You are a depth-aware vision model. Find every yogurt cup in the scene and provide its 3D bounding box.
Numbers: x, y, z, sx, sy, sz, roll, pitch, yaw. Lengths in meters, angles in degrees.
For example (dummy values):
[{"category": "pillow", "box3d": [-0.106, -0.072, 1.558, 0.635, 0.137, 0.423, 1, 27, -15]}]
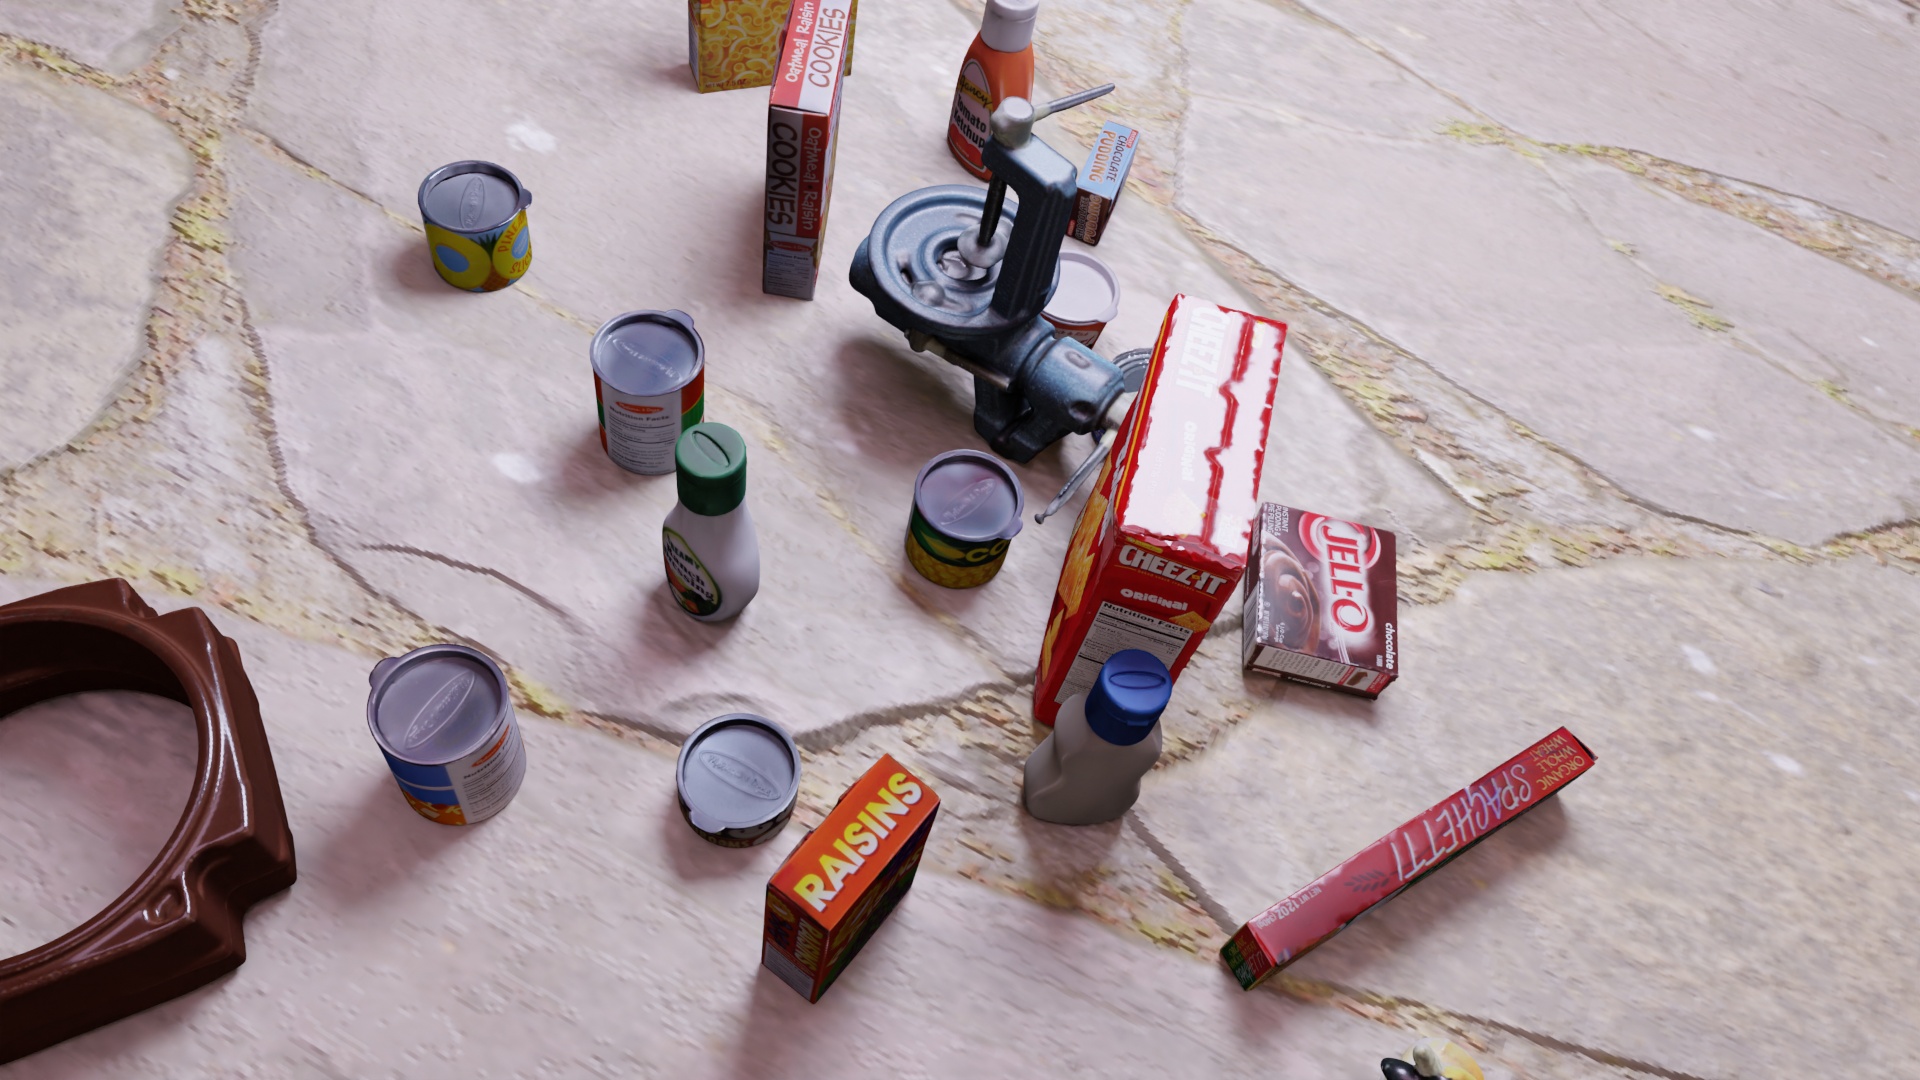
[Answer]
[{"category": "yogurt cup", "box3d": [0.072, -0.160, 0.961, 0.072, 0.053, 0.073, 5, 57, -7]}]

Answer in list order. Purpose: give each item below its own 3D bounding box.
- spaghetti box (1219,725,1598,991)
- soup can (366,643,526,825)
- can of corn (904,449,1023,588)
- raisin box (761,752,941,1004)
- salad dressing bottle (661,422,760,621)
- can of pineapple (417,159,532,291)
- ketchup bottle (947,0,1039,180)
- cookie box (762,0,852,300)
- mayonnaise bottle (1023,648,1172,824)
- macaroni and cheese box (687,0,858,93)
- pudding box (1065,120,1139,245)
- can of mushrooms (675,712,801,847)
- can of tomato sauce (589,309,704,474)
[{"category": "spaghetti box", "box3d": [0.255, 0.175, 0.780, 0.251, 0.050, 0.029, -24, 65, -23]}, {"category": "soup can", "box3d": [-0.264, 0.100, 0.715, 0.071, 0.083, 0.072, 5, 57, -7]}, {"category": "can of corn", "box3d": [0.003, -0.011, 0.850, 0.071, 0.058, 0.071, 5, 57, -7]}, {"category": "raisin box", "box3d": [-0.056, 0.168, 0.685, 0.040, 0.122, 0.086, 37, 59, 13]}, {"category": "salad dressing bottle", "box3d": [-0.138, -0.009, 0.770, 0.044, 0.147, 0.064, -36, 70, -28]}, {"category": "can of pineapple", "box3d": [-0.319, -0.207, 0.920, 0.071, 0.057, 0.071, 5, 57, -7]}, {"category": "ketchup bottle", "box3d": [0.027, -0.337, 1.011, 0.044, 0.148, 0.065, -27, 66, -24]}, {"category": "cookie box", "box3d": [-0.105, -0.264, 0.930, 0.040, 0.166, 0.123, 8, 57, -5]}, {"category": "mayonnaise bottle", "box3d": [0.075, 0.106, 0.733, 0.065, 0.147, 0.041, 2, 58, -9]}, {"category": "macaroni and cheese box", "box3d": [-0.137, -0.414, 1.021, 0.124, 0.165, 0.040, -14, 61, -18]}, {"category": "pudding box", "box3d": [0.106, -0.268, 1.040, 0.030, 0.049, 0.084, 21, 56, 4]}, {"category": "can of mushrooms", "box3d": [-0.121, 0.132, 0.750, 0.071, 0.033, 0.071, 5, 57, -7]}, {"category": "can of tomato sauce", "box3d": [-0.190, -0.091, 0.853, 0.071, 0.082, 0.071, 5, 57, -7]}]
